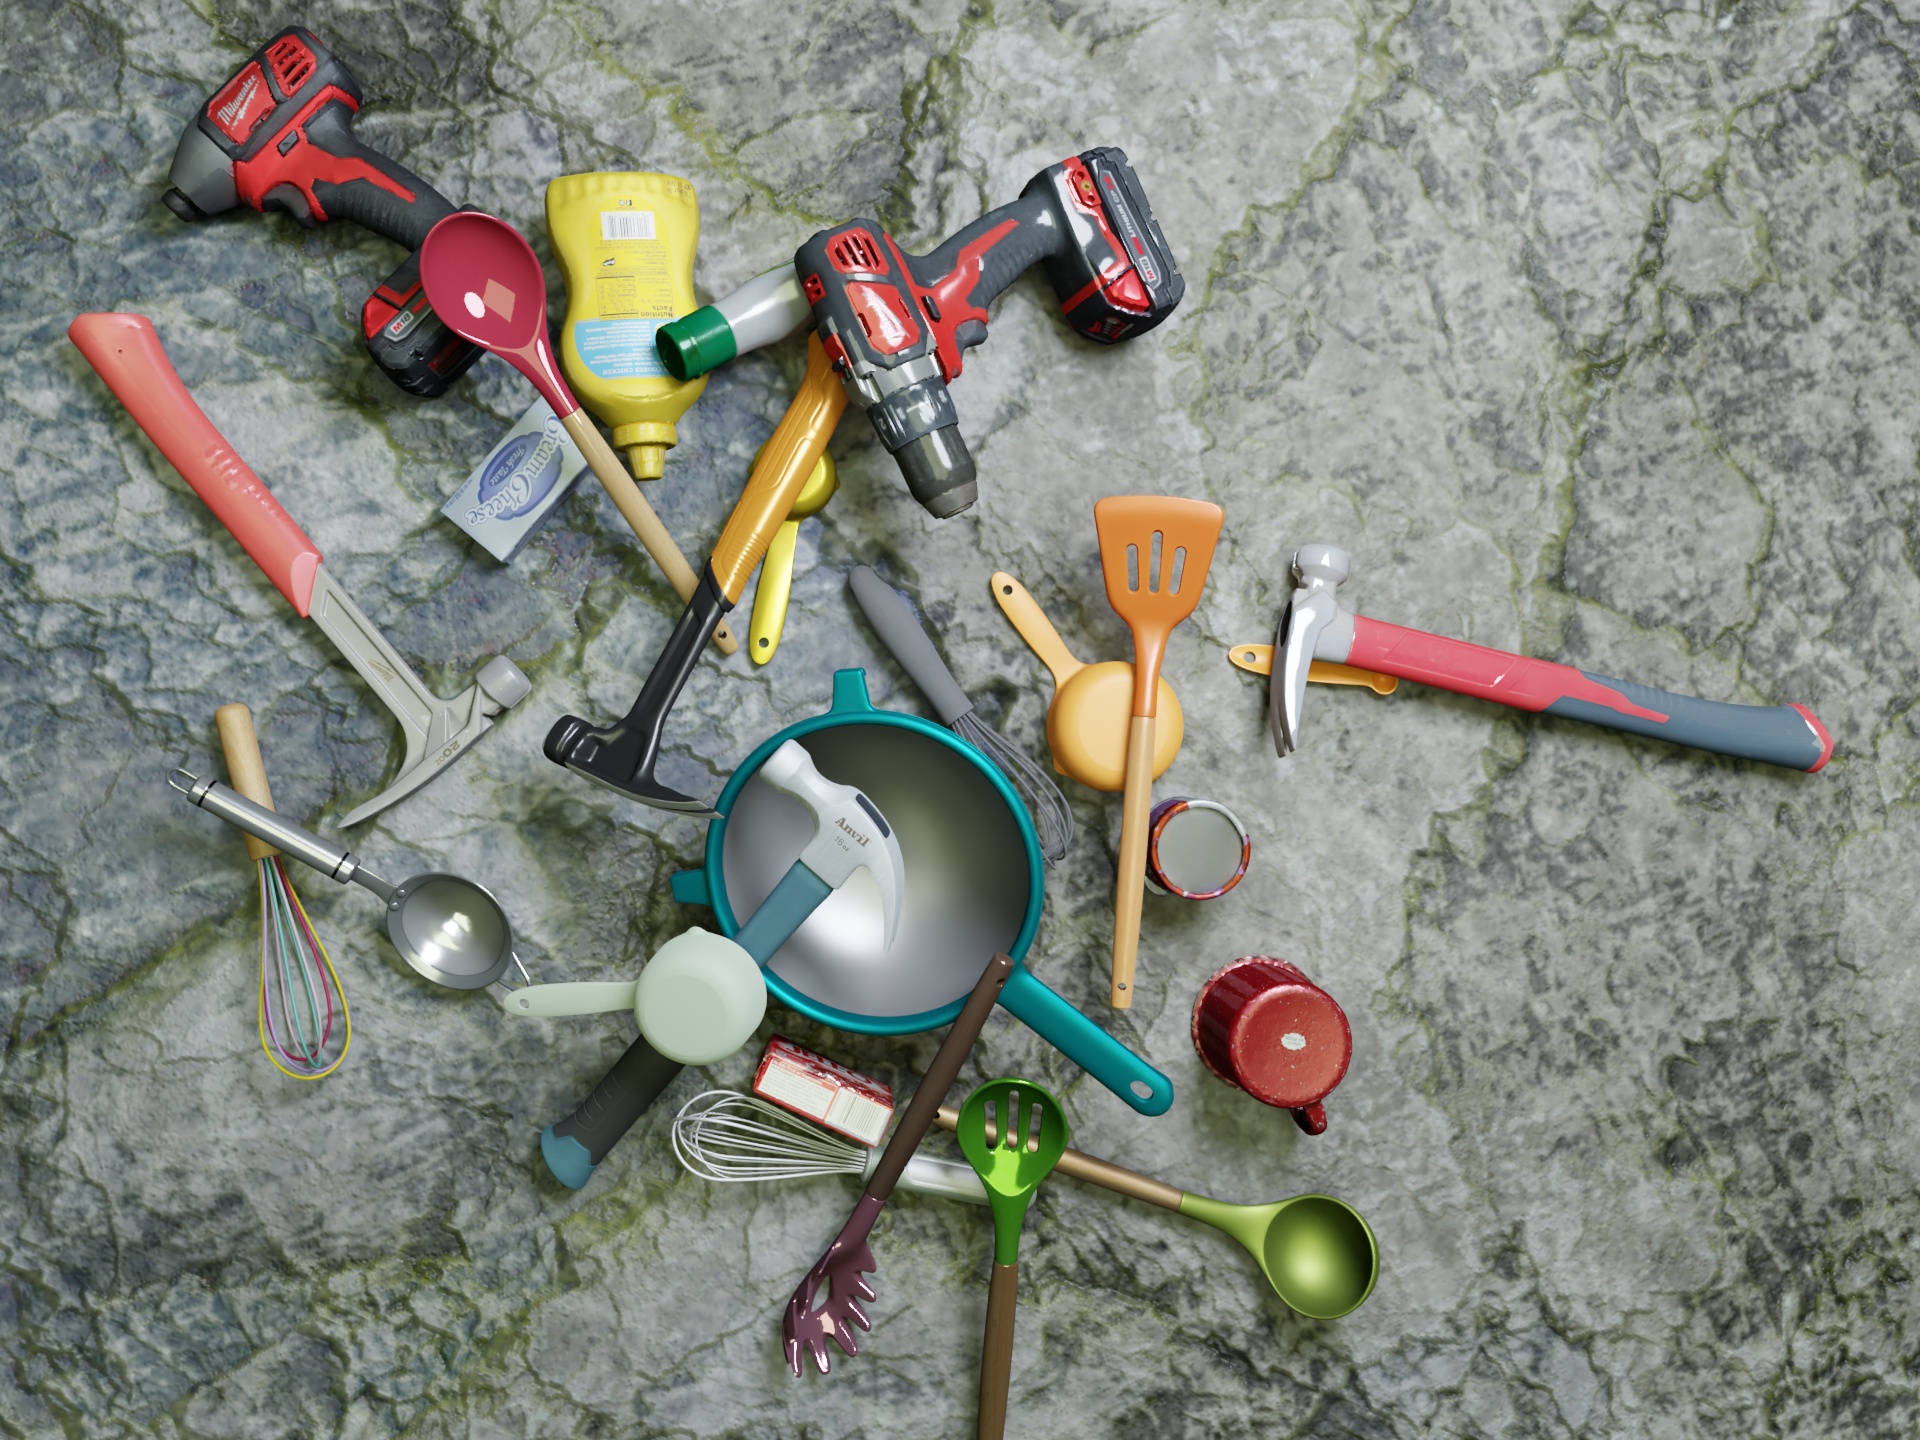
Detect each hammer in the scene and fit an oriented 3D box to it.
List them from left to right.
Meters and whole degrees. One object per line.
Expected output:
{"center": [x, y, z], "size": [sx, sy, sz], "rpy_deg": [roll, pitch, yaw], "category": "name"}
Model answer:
{"center": [-0.446, -0.108, 1.017], "size": [0.149, 0.037, 0.359], "rpy_deg": [-40, 93, -4], "category": "hammer"}
{"center": [-0.157, 0.170, 0.982], "size": [0.128, 0.033, 0.331], "rpy_deg": [41, 107, -2], "category": "hammer"}
{"center": [-0.132, -0.104, 0.989], "size": [0.127, 0.034, 0.337], "rpy_deg": [20, 78, 27], "category": "hammer"}
{"center": [0.399, -0.006, 1.069], "size": [0.386, 0.038, 0.143], "rpy_deg": [13, 77, -6], "category": "hammer"}

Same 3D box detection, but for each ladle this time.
{"center": [-0.228, -0.170, 0.994], "size": [0.069, 0.031, 0.315], "rpy_deg": [-34, 111, -6], "category": "ladle"}
{"center": [0.121, 0.310, 1.045], "size": [0.320, 0.062, 0.078], "rpy_deg": [20, 85, -1], "category": "ladle"}

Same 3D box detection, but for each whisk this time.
{"center": [-0.439, 0.109, 1.012], "size": [0.047, 0.051, 0.245], "rpy_deg": [-15, 87, 1], "category": "whisk"}
{"center": [-0.068, 0.286, 1.036], "size": [0.246, 0.059, 0.058], "rpy_deg": [13, 61, -8], "category": "whisk"}
{"center": [-0.003, -0.003, 1.043], "size": [0.055, 0.055, 0.239], "rpy_deg": [-35, 87, -4], "category": "whisk"}

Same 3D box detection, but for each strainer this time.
{"center": [-0.378, 0.095, 1.001], "size": [0.258, 0.050, 0.087], "rpy_deg": [31, 115, -12], "category": "strainer"}
{"center": [0.002, 0.125, 1.012], "size": [0.340, 0.095, 0.211], "rpy_deg": [39, 107, -4], "category": "strainer"}

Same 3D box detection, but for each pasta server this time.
{"center": [-0.037, 0.280, 0.995], "size": [0.060, 0.040, 0.316], "rpy_deg": [12, 112, -39], "category": "pasta server"}

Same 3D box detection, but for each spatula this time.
{"center": [0.113, 0.022, 1.002], "size": [0.081, 0.041, 0.322], "rpy_deg": [4, 90, 7], "category": "spatula"}

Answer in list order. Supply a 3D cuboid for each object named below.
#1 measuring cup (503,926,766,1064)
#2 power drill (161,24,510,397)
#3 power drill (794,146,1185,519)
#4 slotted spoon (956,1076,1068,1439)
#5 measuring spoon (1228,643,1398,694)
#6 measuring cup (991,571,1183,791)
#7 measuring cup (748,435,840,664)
{"center": [-0.201, 0.171, 0.951], "size": [0.167, 0.038, 0.083], "rpy_deg": [-5, 103, 9], "category": "measuring cup"}
{"center": [-0.390, -0.316, 1.006], "size": [0.219, 0.078, 0.143], "rpy_deg": [44, 86, 0], "category": "power drill"}
{"center": [0.026, -0.246, 1.003], "size": [0.226, 0.080, 0.188], "rpy_deg": [-27, 94, -20], "category": "power drill"}
{"center": [0.025, 0.367, 1.018], "size": [0.070, 0.031, 0.313], "rpy_deg": [4, 104, 3], "category": "slotted spoon"}
{"center": [0.239, -0.035, 1.082], "size": [0.117, 0.011, 0.021], "rpy_deg": [10, 78, -1], "category": "measuring spoon"}
{"center": [0.078, -0.029, 1.046], "size": [0.095, 0.052, 0.173], "rpy_deg": [-38, 94, -4], "category": "measuring cup"}
{"center": [-0.118, -0.114, 1.043], "size": [0.062, 0.029, 0.156], "rpy_deg": [10, 86, -4], "category": "measuring cup"}
